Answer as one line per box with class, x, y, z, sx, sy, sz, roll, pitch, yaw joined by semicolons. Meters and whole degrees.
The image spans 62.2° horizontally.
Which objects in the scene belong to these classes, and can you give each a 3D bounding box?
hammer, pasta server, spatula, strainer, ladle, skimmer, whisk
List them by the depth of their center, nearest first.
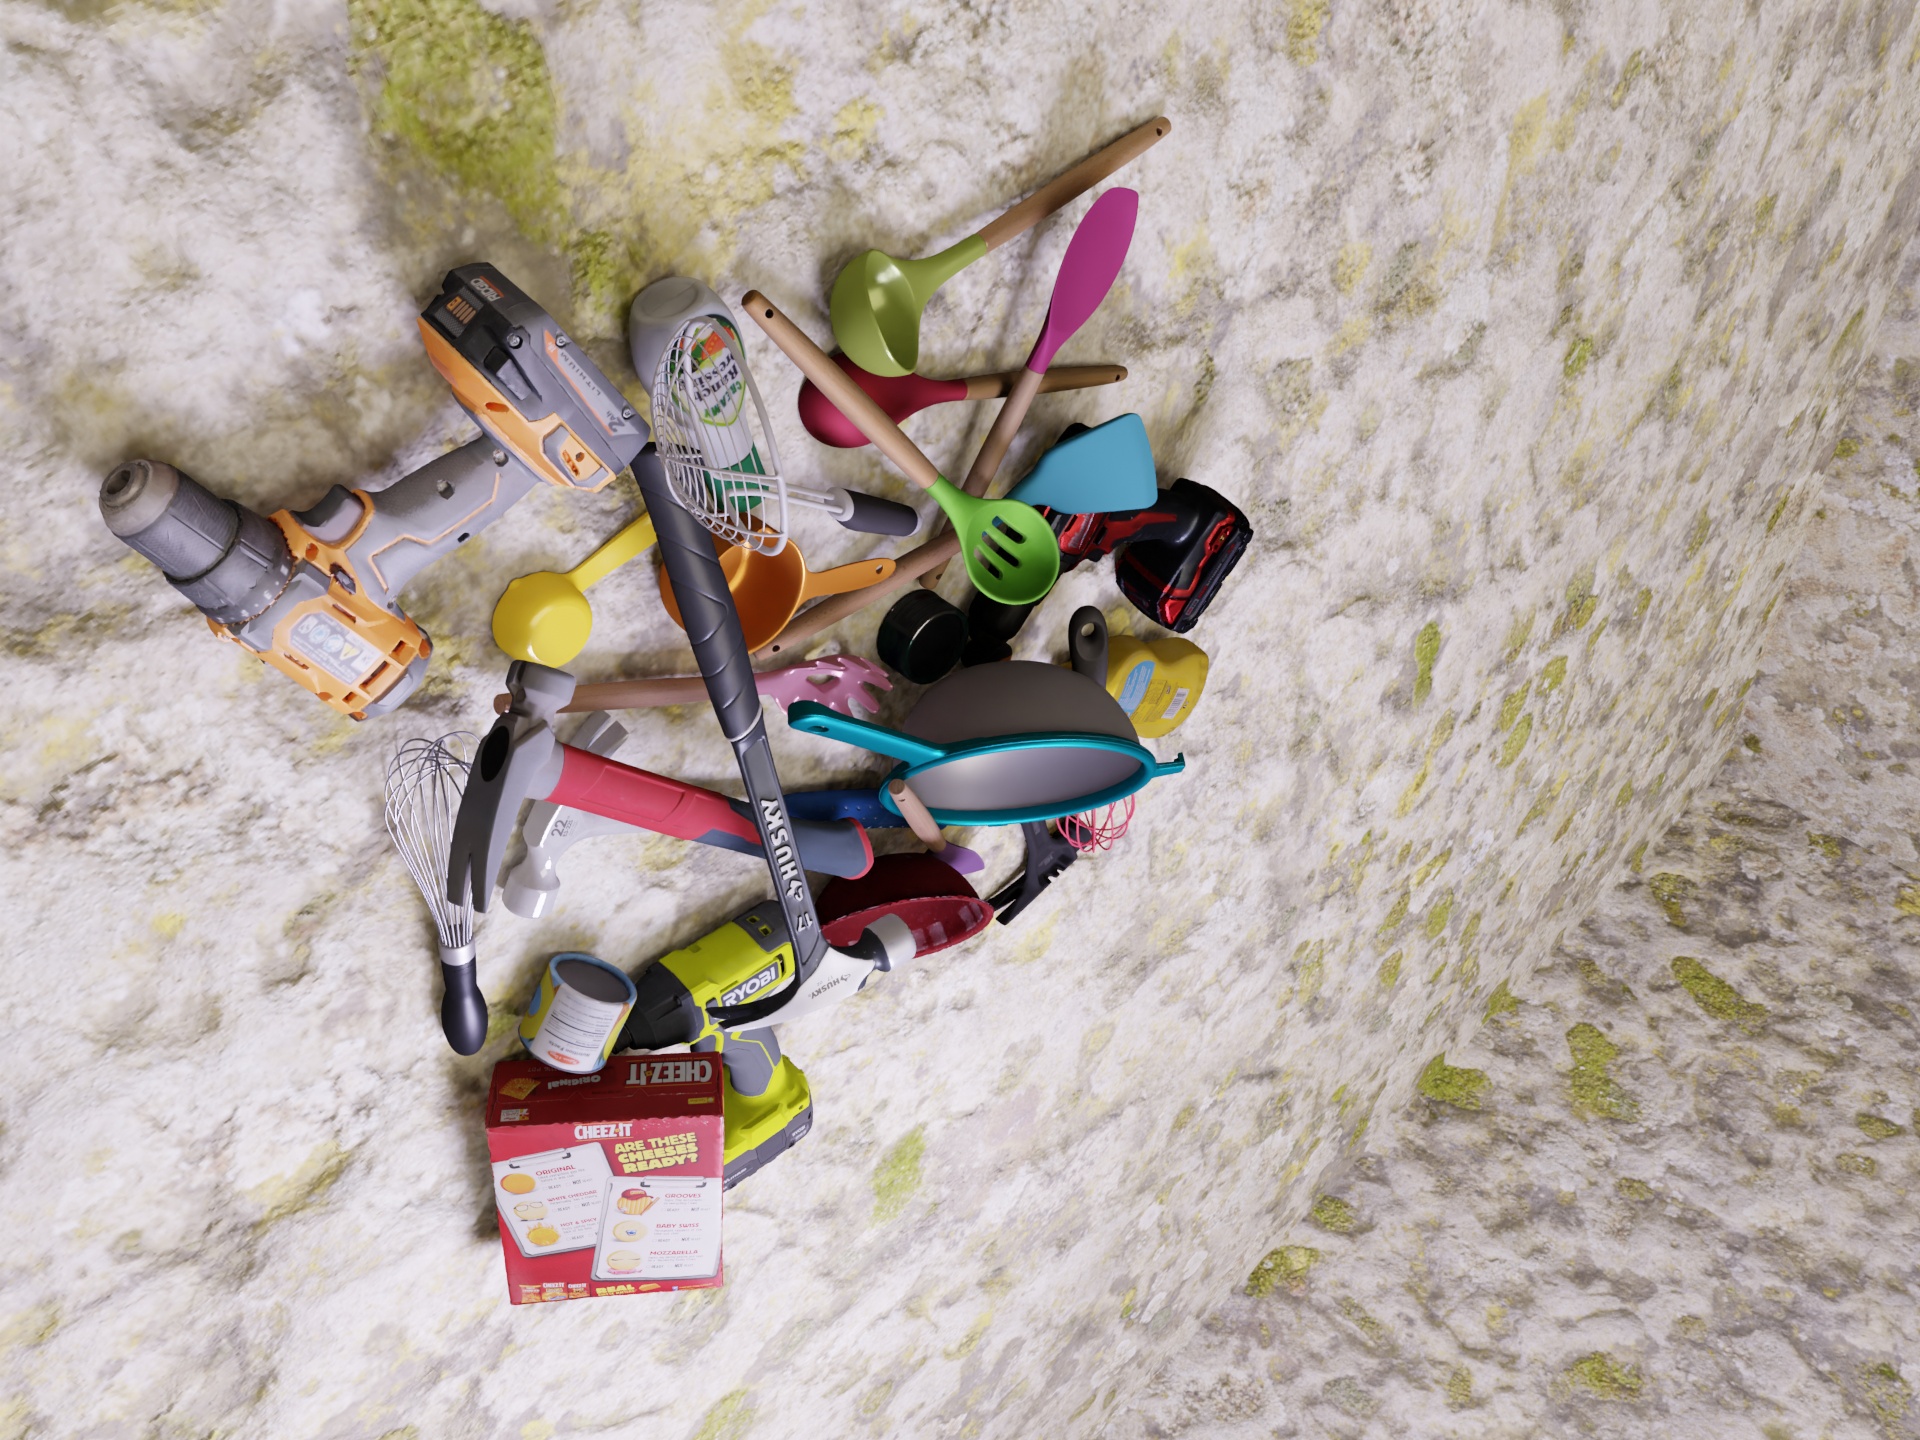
skimmer;-0.075;-0.148;0.948;0.090;0.127;0.363;-27;172;19
hammer;-0.135;0.019;0.991;0.149;0.036;0.408;-27;121;-25
whisk;-0.318;0.119;0.993;0.070;0.070;0.284;-26;142;-35
ladle;0.038;-0.320;1.029;0.320;0.062;0.078;-39;123;-25
hammer;-0.174;0.078;1.046;0.386;0.038;0.143;26;77;-59
pasta server;-0.167;-0.016;1.056;0.316;0.040;0.060;-7;138;-50
ladle;0.016;-0.232;1.108;0.315;0.031;0.069;-18;134;-44
spatula;-0.005;-0.120;1.122;0.317;0.044;0.082;-31;133;-13
strainer;-0.002;-0.004;1.168;0.211;0.095;0.340;-20;156;36
hammer;-0.142;0.064;1.170;0.405;0.035;0.144;1;119;-51
spatula;-0.025;0.093;1.269;0.060;0.018;0.315;-12;162;4
whisk;0.111;0.014;1.335;0.073;0.073;0.295;-36;143;-24
hammer;0.043;0.050;1.383;0.127;0.034;0.336;-42;145;-19

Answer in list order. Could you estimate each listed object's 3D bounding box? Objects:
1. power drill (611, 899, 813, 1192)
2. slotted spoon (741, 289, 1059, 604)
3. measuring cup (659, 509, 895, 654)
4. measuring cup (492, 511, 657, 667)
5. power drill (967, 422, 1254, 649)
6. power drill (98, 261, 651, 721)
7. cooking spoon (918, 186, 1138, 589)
power drill;-0.194;0.264;1.254;0.171;0.080;0.223;-30;136;-31
slotted spoon;-0.034;-0.173;1.028;0.313;0.031;0.070;40;80;-42
measuring cup;-0.119;-0.098;1.039;0.173;0.052;0.095;-16;132;-45
measuring cup;-0.209;-0.088;0.956;0.156;0.029;0.062;-41;144;-16
power drill;0.114;-0.129;1.274;0.226;0.080;0.188;8;120;-49
power drill;-0.288;-0.123;0.792;0.226;0.084;0.185;-46;144;-4
cooking spoon;0.040;-0.223;1.106;0.068;0.017;0.318;-13;139;-50
